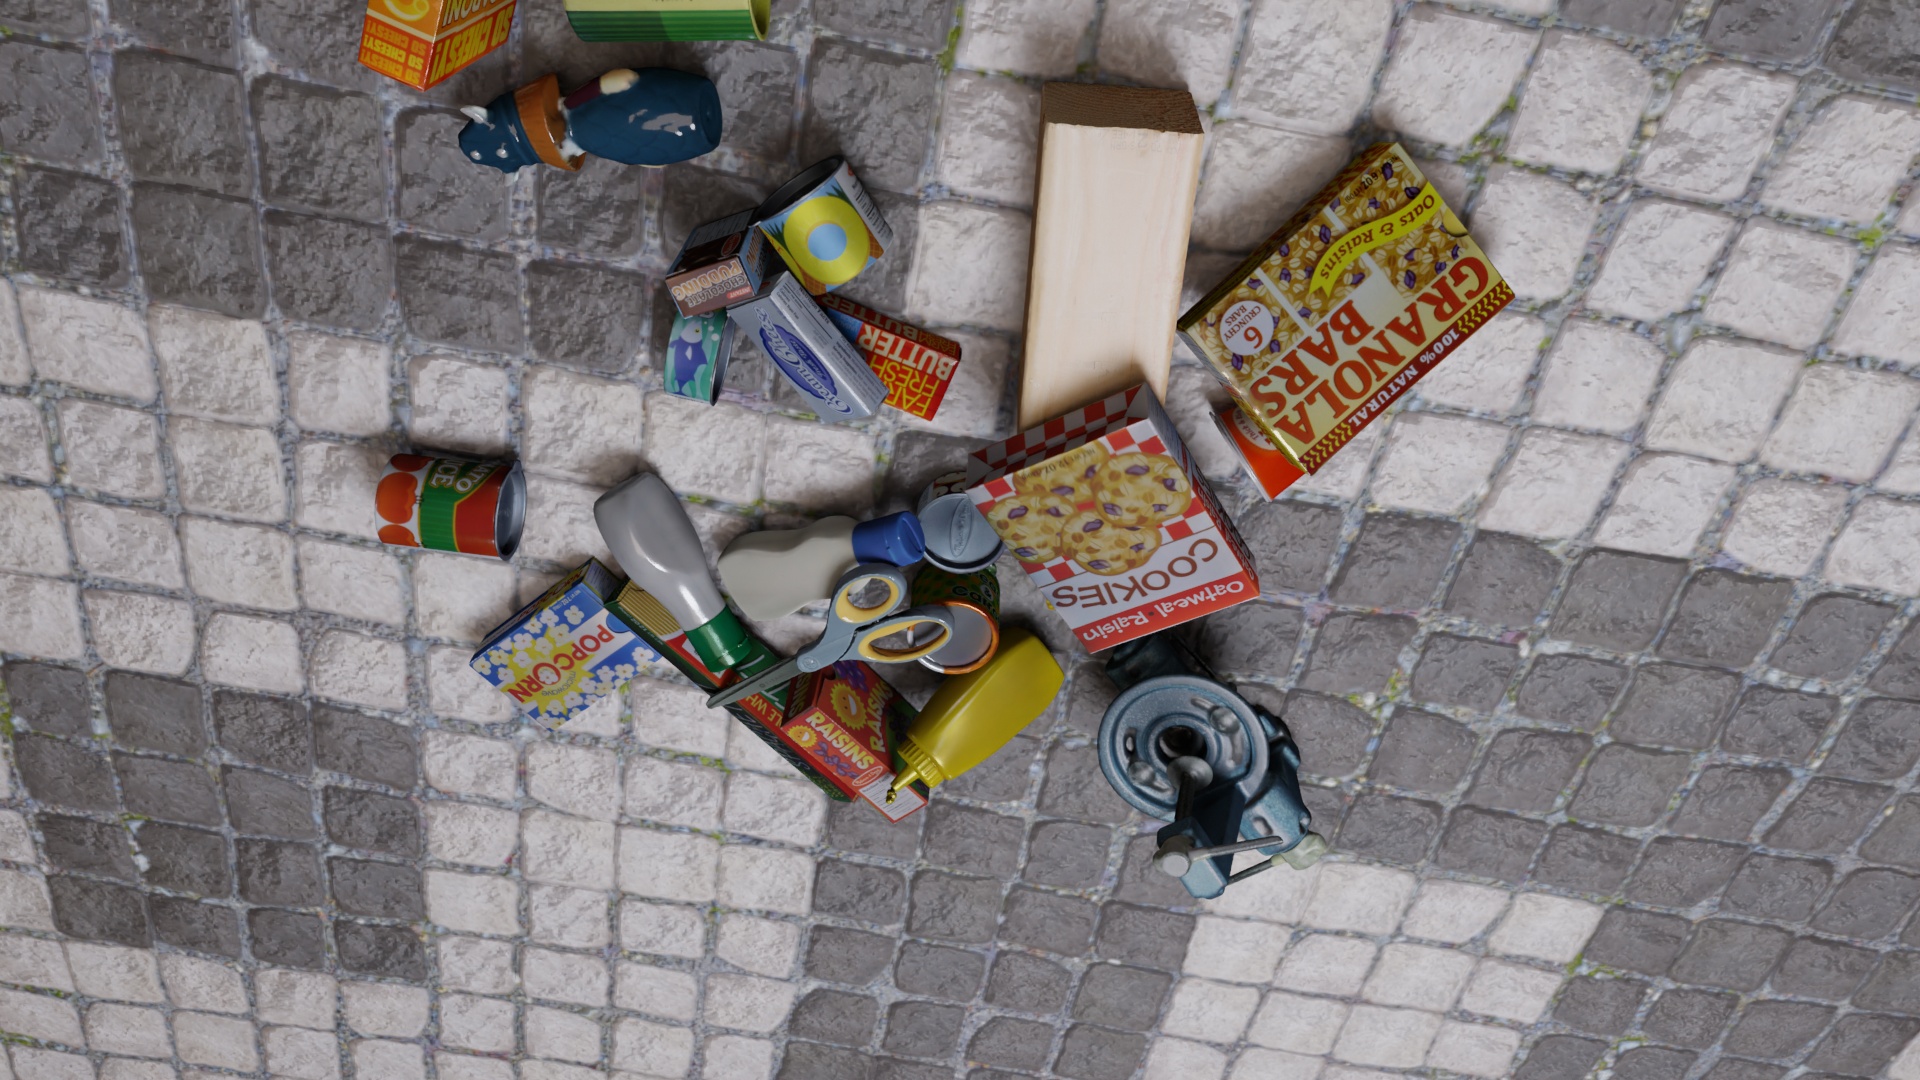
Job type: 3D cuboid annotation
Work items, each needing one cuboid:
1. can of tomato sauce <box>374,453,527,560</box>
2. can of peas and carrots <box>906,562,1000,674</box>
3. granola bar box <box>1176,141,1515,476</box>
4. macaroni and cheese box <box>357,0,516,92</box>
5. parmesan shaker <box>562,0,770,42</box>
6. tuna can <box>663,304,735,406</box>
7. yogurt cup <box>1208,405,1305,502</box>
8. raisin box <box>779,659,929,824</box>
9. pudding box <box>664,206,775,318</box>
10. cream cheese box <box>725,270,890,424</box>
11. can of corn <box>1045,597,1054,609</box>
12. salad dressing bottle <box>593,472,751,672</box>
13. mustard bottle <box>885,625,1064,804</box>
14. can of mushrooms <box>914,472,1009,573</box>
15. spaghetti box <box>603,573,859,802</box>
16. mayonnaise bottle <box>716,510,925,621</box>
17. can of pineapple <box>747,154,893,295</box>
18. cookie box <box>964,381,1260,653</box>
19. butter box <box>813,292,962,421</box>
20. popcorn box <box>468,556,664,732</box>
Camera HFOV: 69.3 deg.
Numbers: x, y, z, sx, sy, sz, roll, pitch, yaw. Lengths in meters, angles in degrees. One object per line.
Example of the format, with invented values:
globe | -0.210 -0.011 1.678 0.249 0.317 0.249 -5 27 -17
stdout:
can of tomato sauce | -0.352 -0.025 0.962 0.083 0.071 0.070 7 123 -1
can of peas and carrots | -0.003 0.052 1.000 0.071 0.059 0.070 1 123 2
granola bar box | 0.232 -0.140 0.843 0.165 0.039 0.124 -42 105 6
macaroni and cheese box | -0.258 -0.334 0.727 0.040 0.124 0.165 23 121 -8
parmesan shaker | -0.162 -0.314 0.772 0.103 0.072 0.071 0 123 3
tuna can | -0.167 -0.124 0.891 0.033 0.071 0.070 13 122 -5
yogurt cup | 0.207 -0.067 0.914 0.054 0.073 0.072 -33 116 12
raisin box | -0.074 0.141 1.043 0.040 0.086 0.123 -35 115 24
pudding box | -0.146 -0.171 0.849 0.049 0.084 0.030 -15 121 12
cream cheese box | -0.095 -0.119 0.871 0.053 0.024 0.103 -4 134 51
can of corn | 0.087 0.015 0.965 0.058 0.071 0.070 -4 122 6
salad dressing bottle | -0.200 0.024 0.978 0.044 0.064 0.147 -20 108 30
mustard bottle | 0.002 0.132 1.013 0.160 0.049 0.065 -41 116 -13
can of mushrooms | 0.003 -0.012 0.974 0.071 0.034 0.070 1 122 2
spaghetti box | -0.158 0.107 1.043 0.249 0.050 0.028 45 148 -23
mayonnaise bottle | -0.096 0.014 0.972 0.148 0.041 0.064 -15 118 27
can of pineapple | -0.084 -0.190 0.845 0.071 0.071 0.057 -27 118 18
cookie box | 0.098 -0.009 0.870 0.122 0.040 0.167 -21 129 23
butter box | -0.056 -0.121 0.913 0.103 0.024 0.052 20 122 -10
popcorn box | -0.292 0.080 1.043 0.126 0.038 0.085 -33 114 21
